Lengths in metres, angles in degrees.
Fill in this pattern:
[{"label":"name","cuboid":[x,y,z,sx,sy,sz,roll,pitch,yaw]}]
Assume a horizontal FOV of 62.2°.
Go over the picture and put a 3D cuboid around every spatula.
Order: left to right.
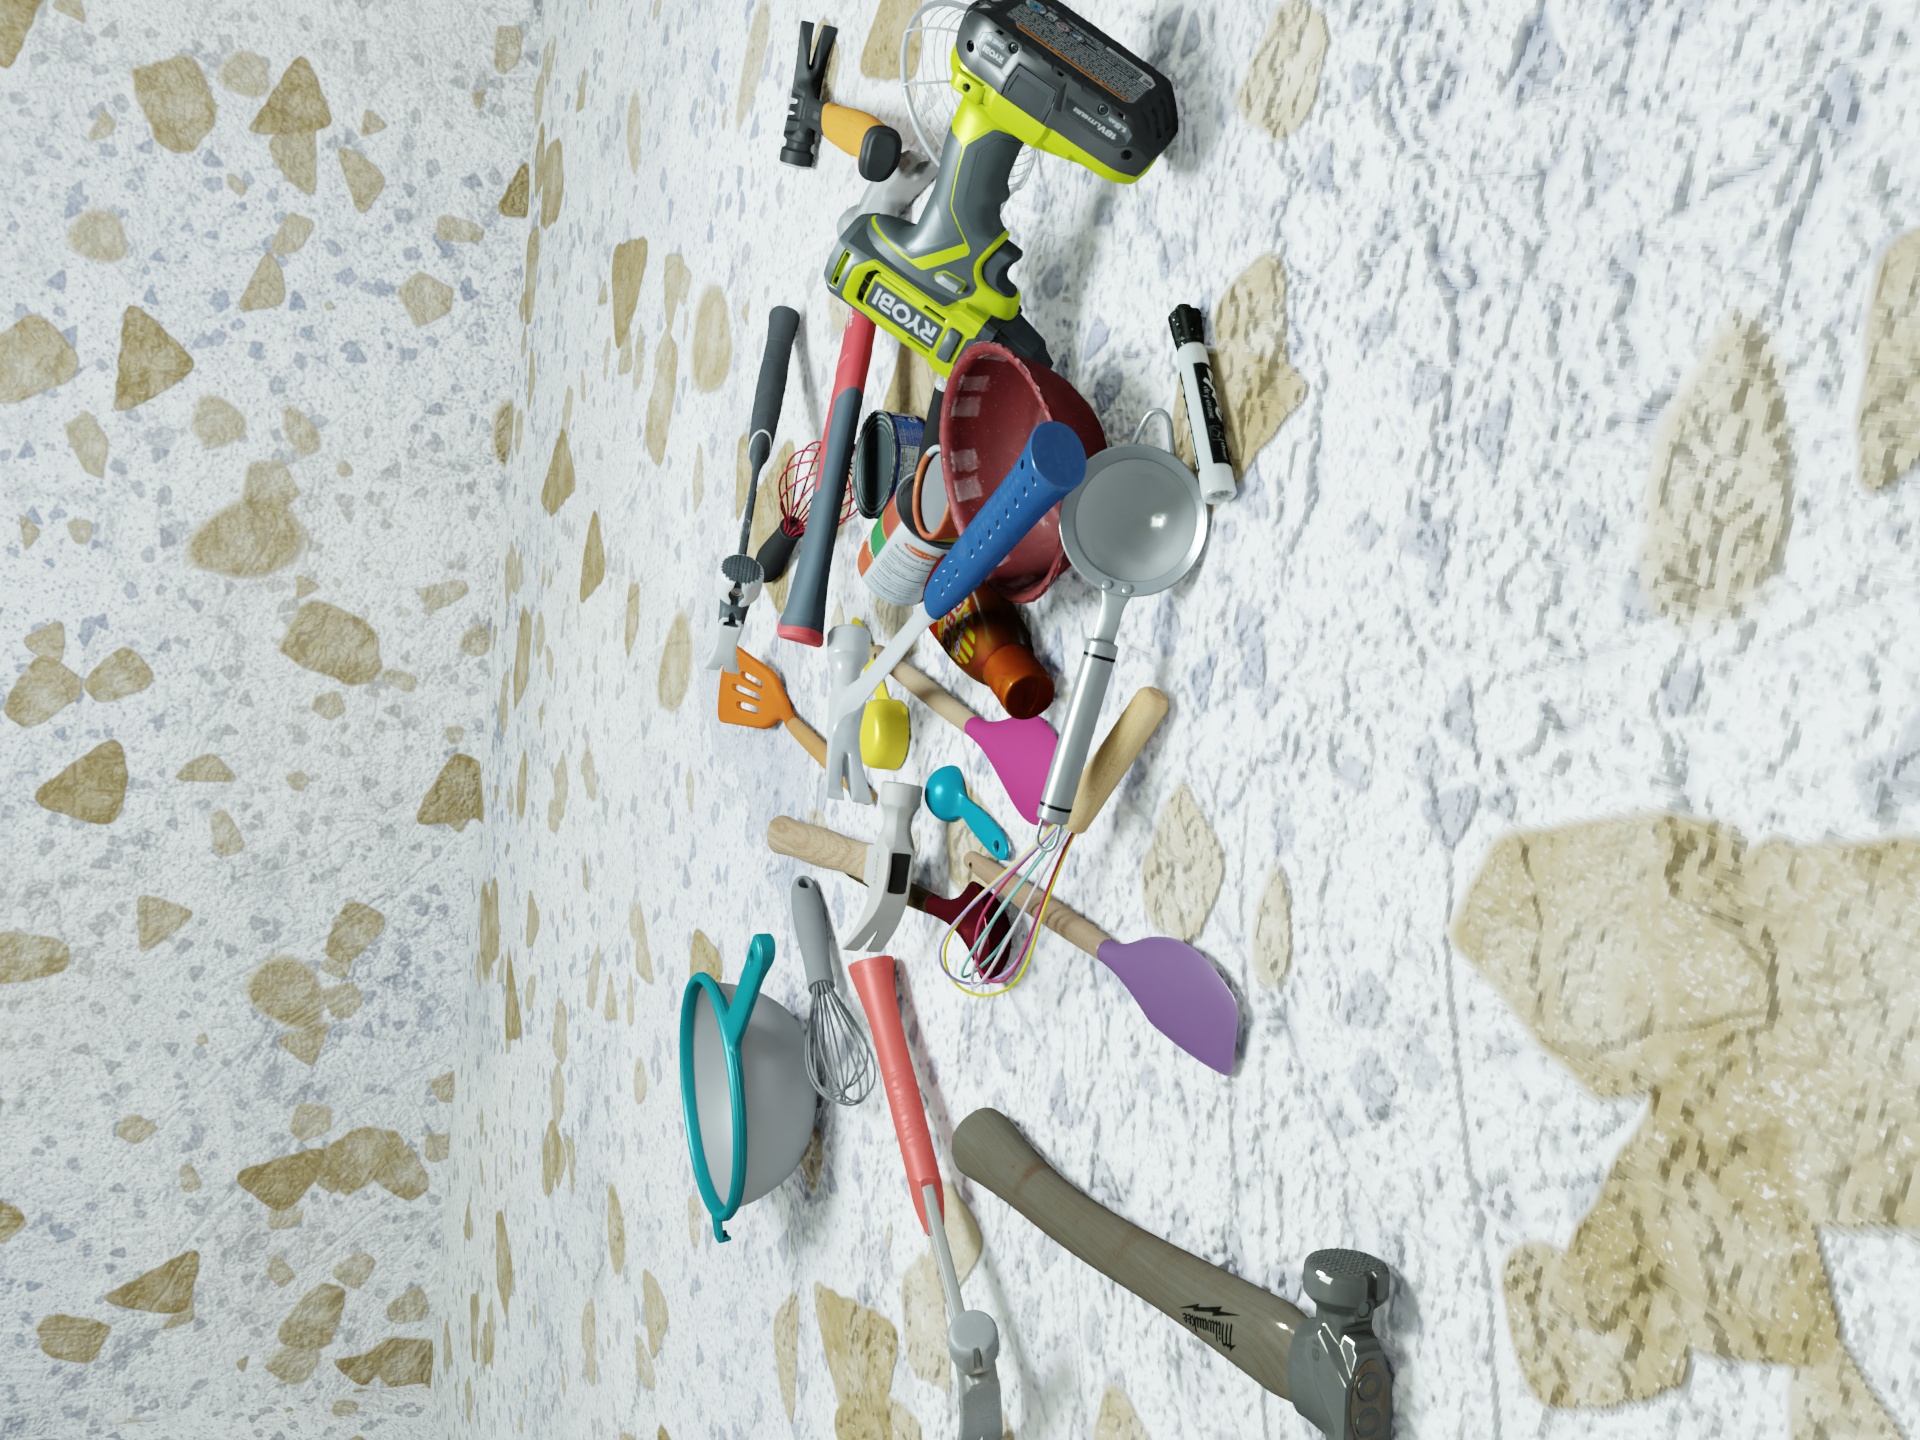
[{"label":"spatula","cuboid":[-0.149,0.012,1.421,0.323,0.041,0.081,37,120,59]},{"label":"spatula","cuboid":[0.076,0.129,0.967,0.316,0.018,0.059,26,115,61]}]

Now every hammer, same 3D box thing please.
[{"label":"hammer","cuboid":[-0.176,-0.220,1.387,0.149,0.036,0.409,112,165,-51]},{"label":"hammer","cuboid":[-0.104,0.108,1.294,0.331,0.031,0.130,-179,97,-69]},{"label":"hammer","cuboid":[-0.100,-0.507,1.331,0.337,0.034,0.127,-121,41,-59]},{"label":"hammer","cuboid":[-0.083,-0.247,1.231,0.143,0.038,0.386,-15,63,62]},{"label":"hammer","cuboid":[-0.028,0.316,1.124,0.360,0.036,0.149,-110,13,-46]},{"label":"hammer","cuboid":[-0.019,-0.067,1.035,0.405,0.035,0.144,136,139,-60]},{"label":"hammer","cuboid":[0.094,0.310,0.895,0.411,0.038,0.146,-174,86,-65]}]

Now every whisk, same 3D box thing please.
[{"label":"whisk","cuboid":[-0.146,-0.178,1.418,0.296,0.073,0.073,145,124,-66]},{"label":"whisk","cuboid":[-0.113,0.220,1.327,0.239,0.055,0.055,-108,32,-44]},{"label":"whisk","cuboid":[0.059,0.079,0.961,0.047,0.051,0.245,49,122,30]}]

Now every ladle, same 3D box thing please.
[{"label":"ladle","cuboid":[-0.031,0.134,1.180,0.315,0.031,0.069,-170,75,-66]}]

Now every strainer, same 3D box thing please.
[{"label":"strainer","cuboid":[-0.161,0.279,1.341,0.340,0.095,0.211,112,147,-44]},{"label":"strainer","cuboid":[0.082,-0.048,0.909,0.050,0.087,0.258,-2,-71,-72]}]

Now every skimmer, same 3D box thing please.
[{"label":"skimmer","cuboid":[-0.017,-0.304,1.117,0.090,0.127,0.363,34,131,23]}]

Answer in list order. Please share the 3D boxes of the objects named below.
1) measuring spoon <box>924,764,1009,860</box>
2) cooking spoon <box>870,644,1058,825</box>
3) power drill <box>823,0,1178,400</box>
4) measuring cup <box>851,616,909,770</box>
[{"label":"measuring spoon","cuboid":[0.001,0.068,1.122,0.129,0.021,0.042,-137,54,-60]},{"label":"cooking spoon","cuboid":[-0.002,-0.004,1.141,0.319,0.017,0.068,38,121,59]},{"label":"power drill","cuboid":[0.030,-0.308,0.972,0.223,0.171,0.080,-55,0,45]},{"label":"measuring cup","cuboid":[-0.078,-0.026,1.286,0.062,0.029,0.157,-62,37,42]}]
